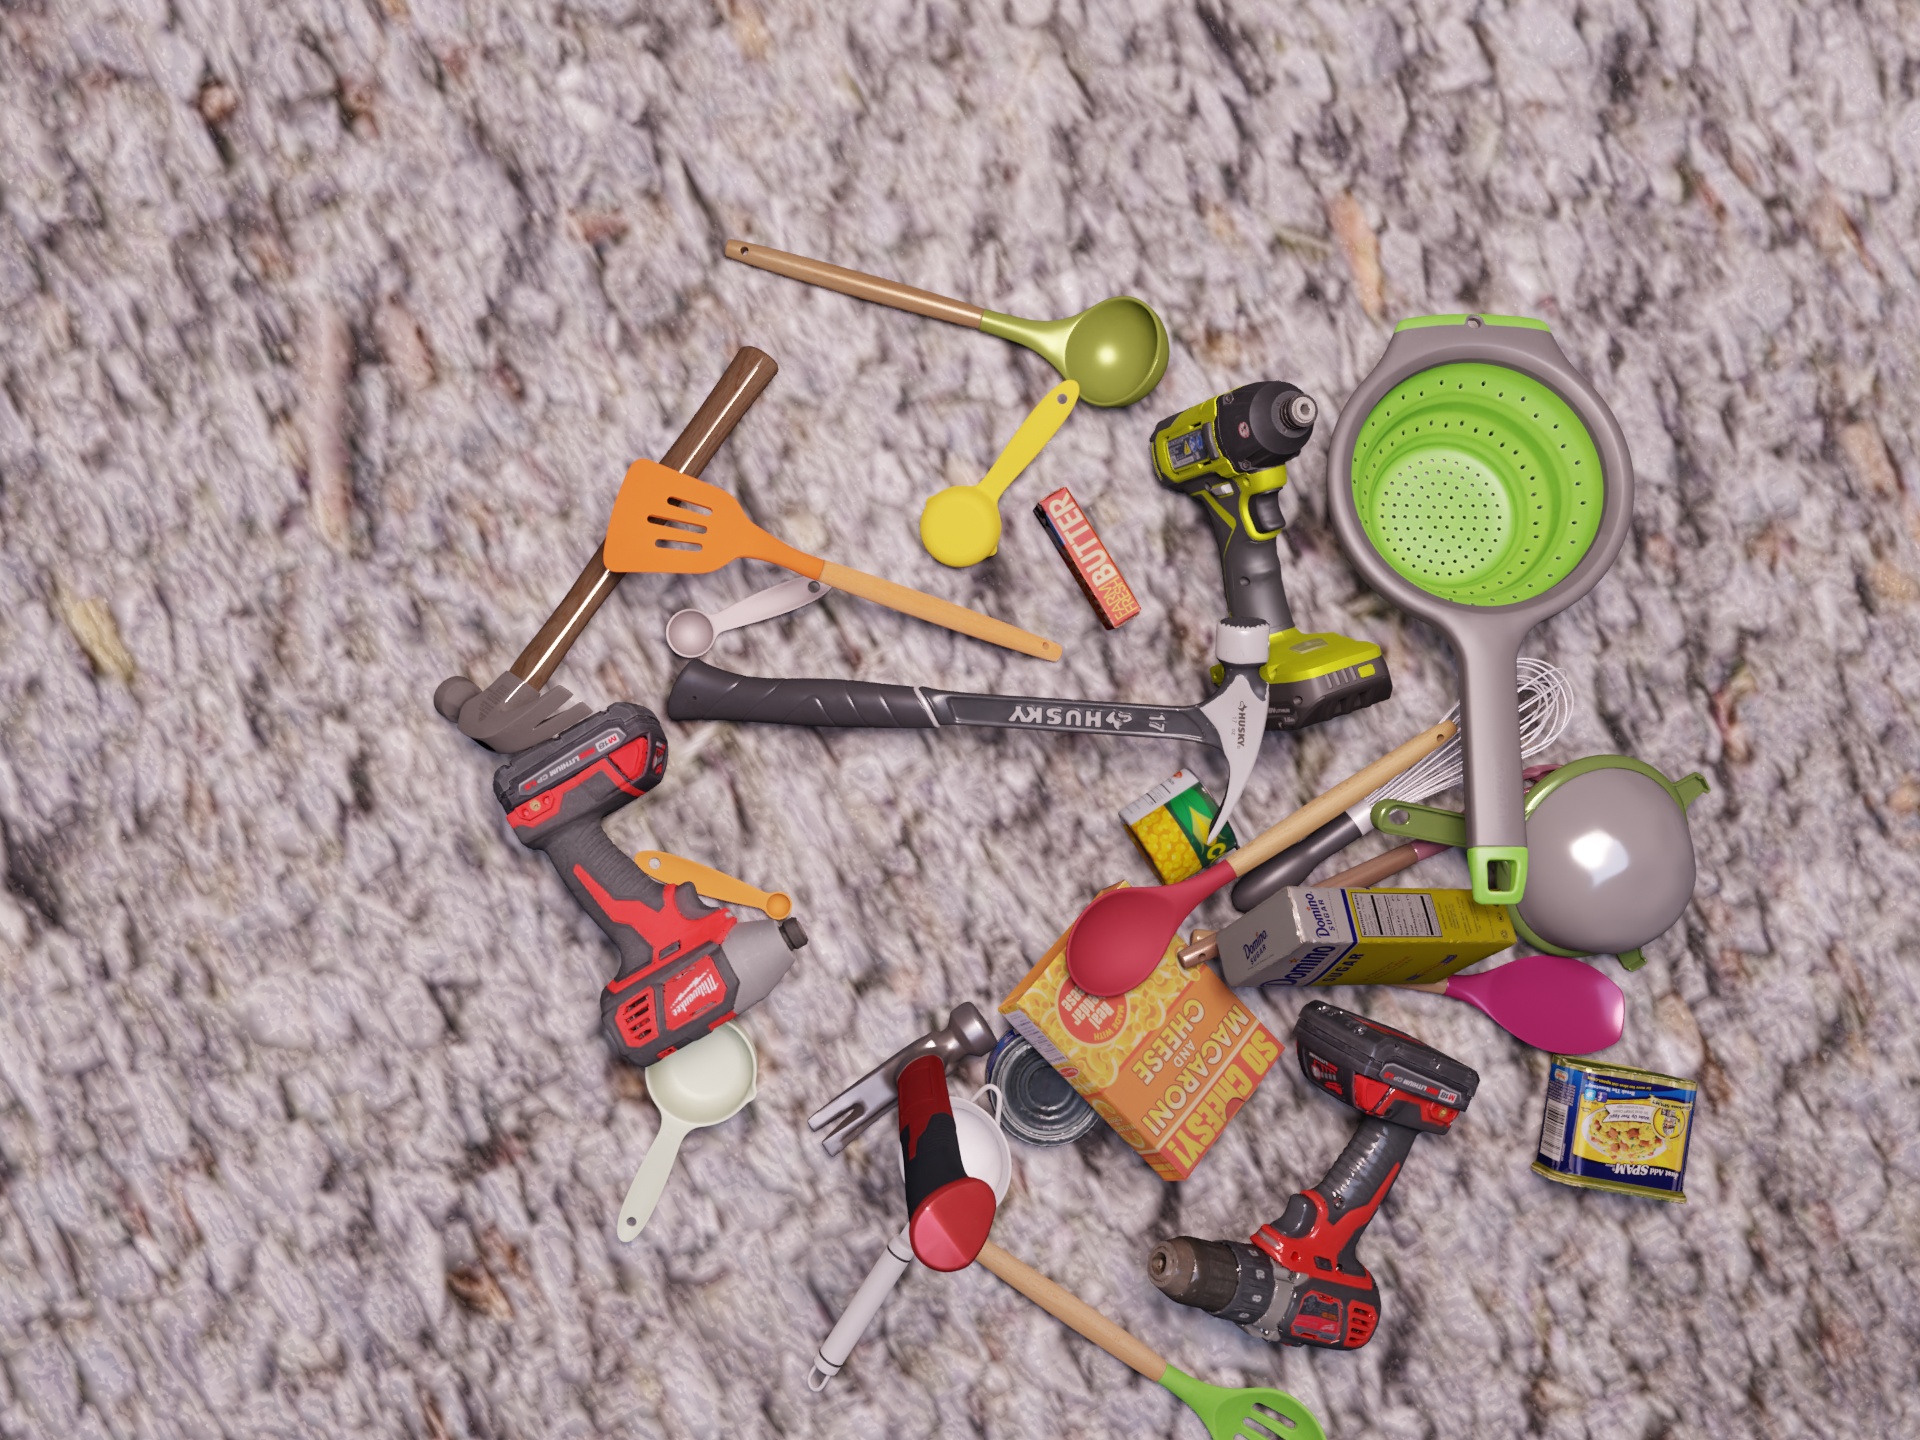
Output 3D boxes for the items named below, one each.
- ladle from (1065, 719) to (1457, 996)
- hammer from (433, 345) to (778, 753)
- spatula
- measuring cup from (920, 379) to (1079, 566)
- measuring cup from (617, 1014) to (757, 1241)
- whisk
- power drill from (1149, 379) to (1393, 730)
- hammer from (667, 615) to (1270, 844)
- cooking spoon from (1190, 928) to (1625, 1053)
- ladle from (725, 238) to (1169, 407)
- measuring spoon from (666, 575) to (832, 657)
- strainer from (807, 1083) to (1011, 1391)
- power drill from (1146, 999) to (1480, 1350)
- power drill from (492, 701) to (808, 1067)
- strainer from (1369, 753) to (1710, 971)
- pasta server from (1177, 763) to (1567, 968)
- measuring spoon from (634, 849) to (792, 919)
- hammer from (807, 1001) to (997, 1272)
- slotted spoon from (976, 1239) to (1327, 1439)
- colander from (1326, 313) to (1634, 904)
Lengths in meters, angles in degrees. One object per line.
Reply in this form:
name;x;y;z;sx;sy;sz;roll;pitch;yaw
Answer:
ladle;0.204;0.085;1.075;0.315;0.031;0.069;-32;106;-5
hammer;-0.228;-0.119;1.083;0.331;0.130;0.031;-56;134;-9
spatula;-0.076;-0.093;1.078;0.322;0.041;0.081;18;74;-22
measuring cup;0.029;-0.172;1.099;0.062;0.029;0.156;39;106;-2
measuring cup;-0.197;0.280;1.104;0.083;0.038;0.167;25;90;-2
whisk;0.310;0.050;1.123;0.284;0.070;0.070;-35;91;3
power drill;0.206;-0.110;1.060;0.080;0.171;0.223;-17;95;-17
hammer;-0.002;-0.003;1.069;0.409;0.036;0.149;3;107;12
cooking spoon;0.321;0.184;1.137;0.319;0.017;0.069;11;77;-3
ladle;-0.011;-0.289;1.107;0.320;0.062;0.078;16;93;0
measuring spoon;-0.148;-0.077;1.122;0.124;0.018;0.034;-22;89;-9
strainer;-0.037;0.360;1.109;0.087;0.050;0.258;34;95;23
power drill;0.235;0.311;1.077;0.187;0.080;0.227;23;90;-29
power drill;-0.206;0.105;1.068;0.143;0.078;0.220;-29;83;-3
strainer;0.403;0.093;1.081;0.256;0.069;0.151;12;102;-17
pasta server;0.296;0.106;1.110;0.316;0.040;0.060;-23;109;-10
measuring spoon;-0.174;0.114;1.120;0.117;0.011;0.021;18;89;1
hammer;-0.032;0.252;0.935;0.143;0.386;0.038;-35;92;-2
slotted spoon;0.121;0.443;1.123;0.314;0.031;0.070;34;88;0
colander;0.344;-0.073;1.083;0.204;0.094;0.397;0;80;0
